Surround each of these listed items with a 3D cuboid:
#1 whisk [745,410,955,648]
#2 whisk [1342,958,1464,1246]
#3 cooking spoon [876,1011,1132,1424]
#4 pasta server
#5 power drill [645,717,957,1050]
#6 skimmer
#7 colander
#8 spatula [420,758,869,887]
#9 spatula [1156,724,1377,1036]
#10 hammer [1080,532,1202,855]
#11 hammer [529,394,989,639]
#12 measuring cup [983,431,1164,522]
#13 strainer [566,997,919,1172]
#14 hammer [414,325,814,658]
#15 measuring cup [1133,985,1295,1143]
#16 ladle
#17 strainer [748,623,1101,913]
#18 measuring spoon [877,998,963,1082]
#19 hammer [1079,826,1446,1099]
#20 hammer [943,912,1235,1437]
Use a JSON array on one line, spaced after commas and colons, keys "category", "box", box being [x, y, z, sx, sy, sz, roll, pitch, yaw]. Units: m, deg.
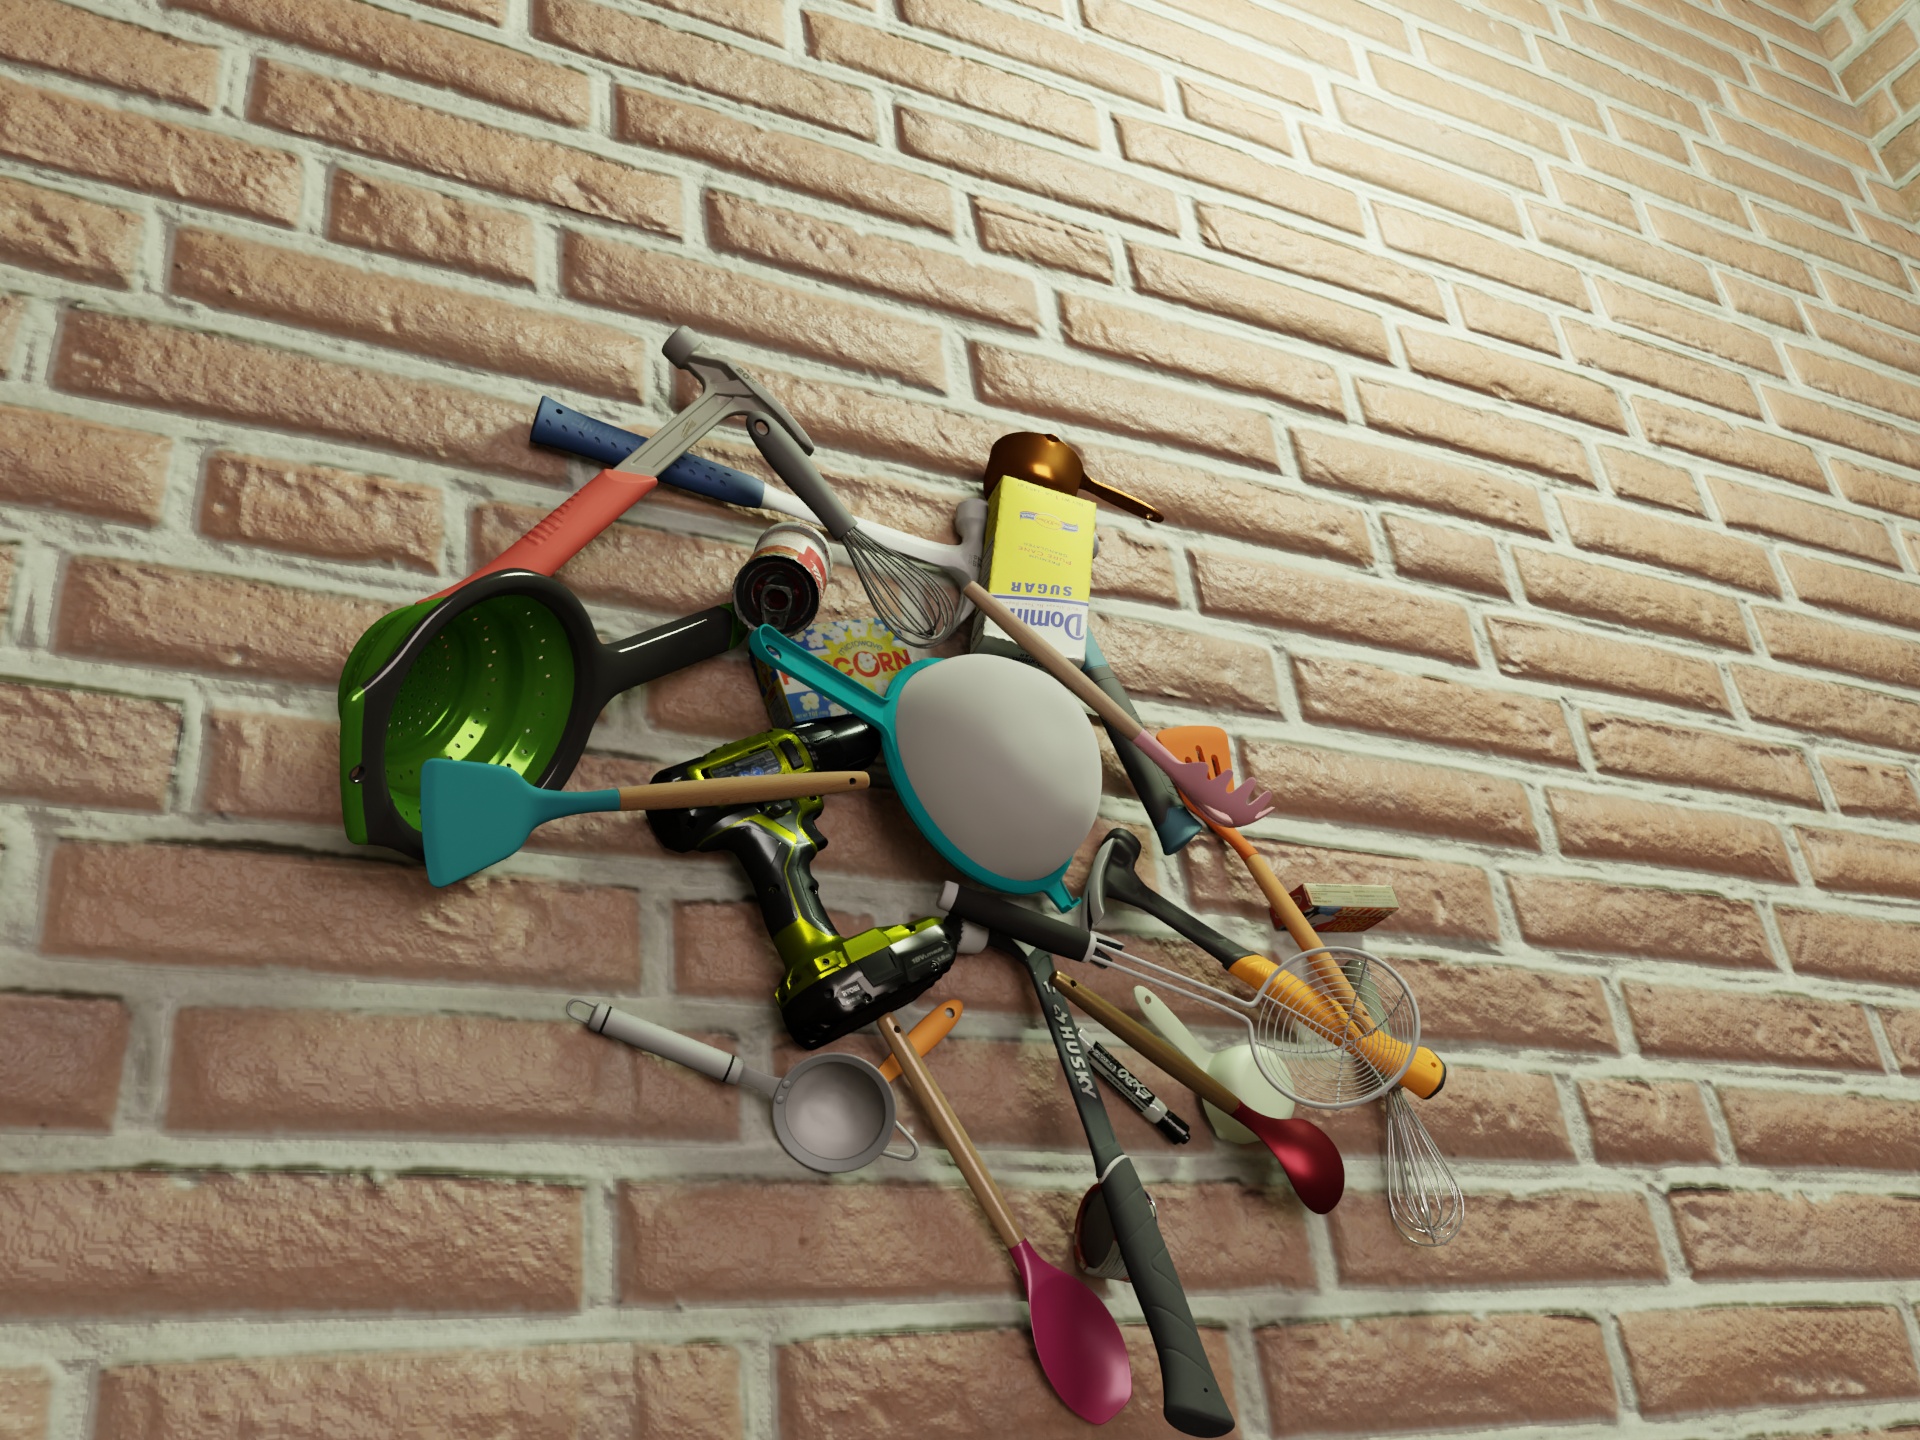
[{"category": "whisk", "box": [-0.090, -0.155, 1.280, 0.239, 0.055, 0.055, 50, 50, -7]}, {"category": "whisk", "box": [0.363, 0.315, 1.332, 0.057, 0.059, 0.247, 40, 34, -53]}, {"category": "cooking spoon", "box": [0.026, 0.348, 1.128, 0.069, 0.017, 0.319, -26, 82, -36]}, {"category": "pasta server", "box": [0.128, -0.012, 1.305, 0.316, 0.060, 0.040, 41, 66, -7]}, {"category": "power drill", "box": [-0.101, 0.107, 1.173, 0.190, 0.080, 0.229, -20, 71, -35]}, {"category": "skimmer", "box": [0.160, 0.185, 1.189, 0.363, 0.090, 0.127, 21, 67, -7]}, {"category": "colander", "box": [-0.302, -0.037, 1.133, 0.094, 0.204, 0.397, 21, 27, 25]}, {"category": "spatula", "box": [-0.206, 0.055, 1.087, 0.317, 0.044, 0.082, -4, 93, -26]}, {"category": "spatula", "box": [0.264, 0.130, 1.353, 0.081, 0.041, 0.323, -3, 45, -31]}, {"category": "hammer", "box": [0.126, -0.031, 1.391, 0.128, 0.033, 0.331, -9, 61, -31]}, {"category": "hammer", "box": [-0.158, -0.182, 1.337, 0.405, 0.035, 0.144, 17, 55, -20]}, {"category": "measuring cup", "box": [0.103, -0.200, 1.452, 0.173, 0.095, 0.052, 22, 62, -7]}, {"category": "strainer", "box": [-0.148, 0.241, 1.090, 0.258, 0.050, 0.087, 24, 97, -9]}, {"category": "hammer", "box": [-0.273, -0.160, 1.227, 0.149, 0.036, 0.359, 43, 59, -4]}, {"category": "measuring cup", "box": [0.201, 0.264, 1.253, 0.167, 0.038, 0.083, 46, 52, -13]}, {"category": "ladle", "box": [0.185, 0.275, 1.195, 0.315, 0.031, 0.069, 38, 43, -18]}, {"category": "strainer", "box": [-0.002, -0.004, 1.219, 0.340, 0.095, 0.211, 31, 42, -32]}, {"category": "measuring spoon", "box": [-0.034, 0.241, 1.171, 0.021, 0.011, 0.117, 49, 51, 4]}, {"category": "hammer", "box": [0.248, 0.213, 1.291, 0.337, 0.034, 0.127, 32, 33, -3]}, {"category": "hammer", "box": [0.106, 0.302, 1.131, 0.149, 0.036, 0.409, 8, 42, -29]}]
